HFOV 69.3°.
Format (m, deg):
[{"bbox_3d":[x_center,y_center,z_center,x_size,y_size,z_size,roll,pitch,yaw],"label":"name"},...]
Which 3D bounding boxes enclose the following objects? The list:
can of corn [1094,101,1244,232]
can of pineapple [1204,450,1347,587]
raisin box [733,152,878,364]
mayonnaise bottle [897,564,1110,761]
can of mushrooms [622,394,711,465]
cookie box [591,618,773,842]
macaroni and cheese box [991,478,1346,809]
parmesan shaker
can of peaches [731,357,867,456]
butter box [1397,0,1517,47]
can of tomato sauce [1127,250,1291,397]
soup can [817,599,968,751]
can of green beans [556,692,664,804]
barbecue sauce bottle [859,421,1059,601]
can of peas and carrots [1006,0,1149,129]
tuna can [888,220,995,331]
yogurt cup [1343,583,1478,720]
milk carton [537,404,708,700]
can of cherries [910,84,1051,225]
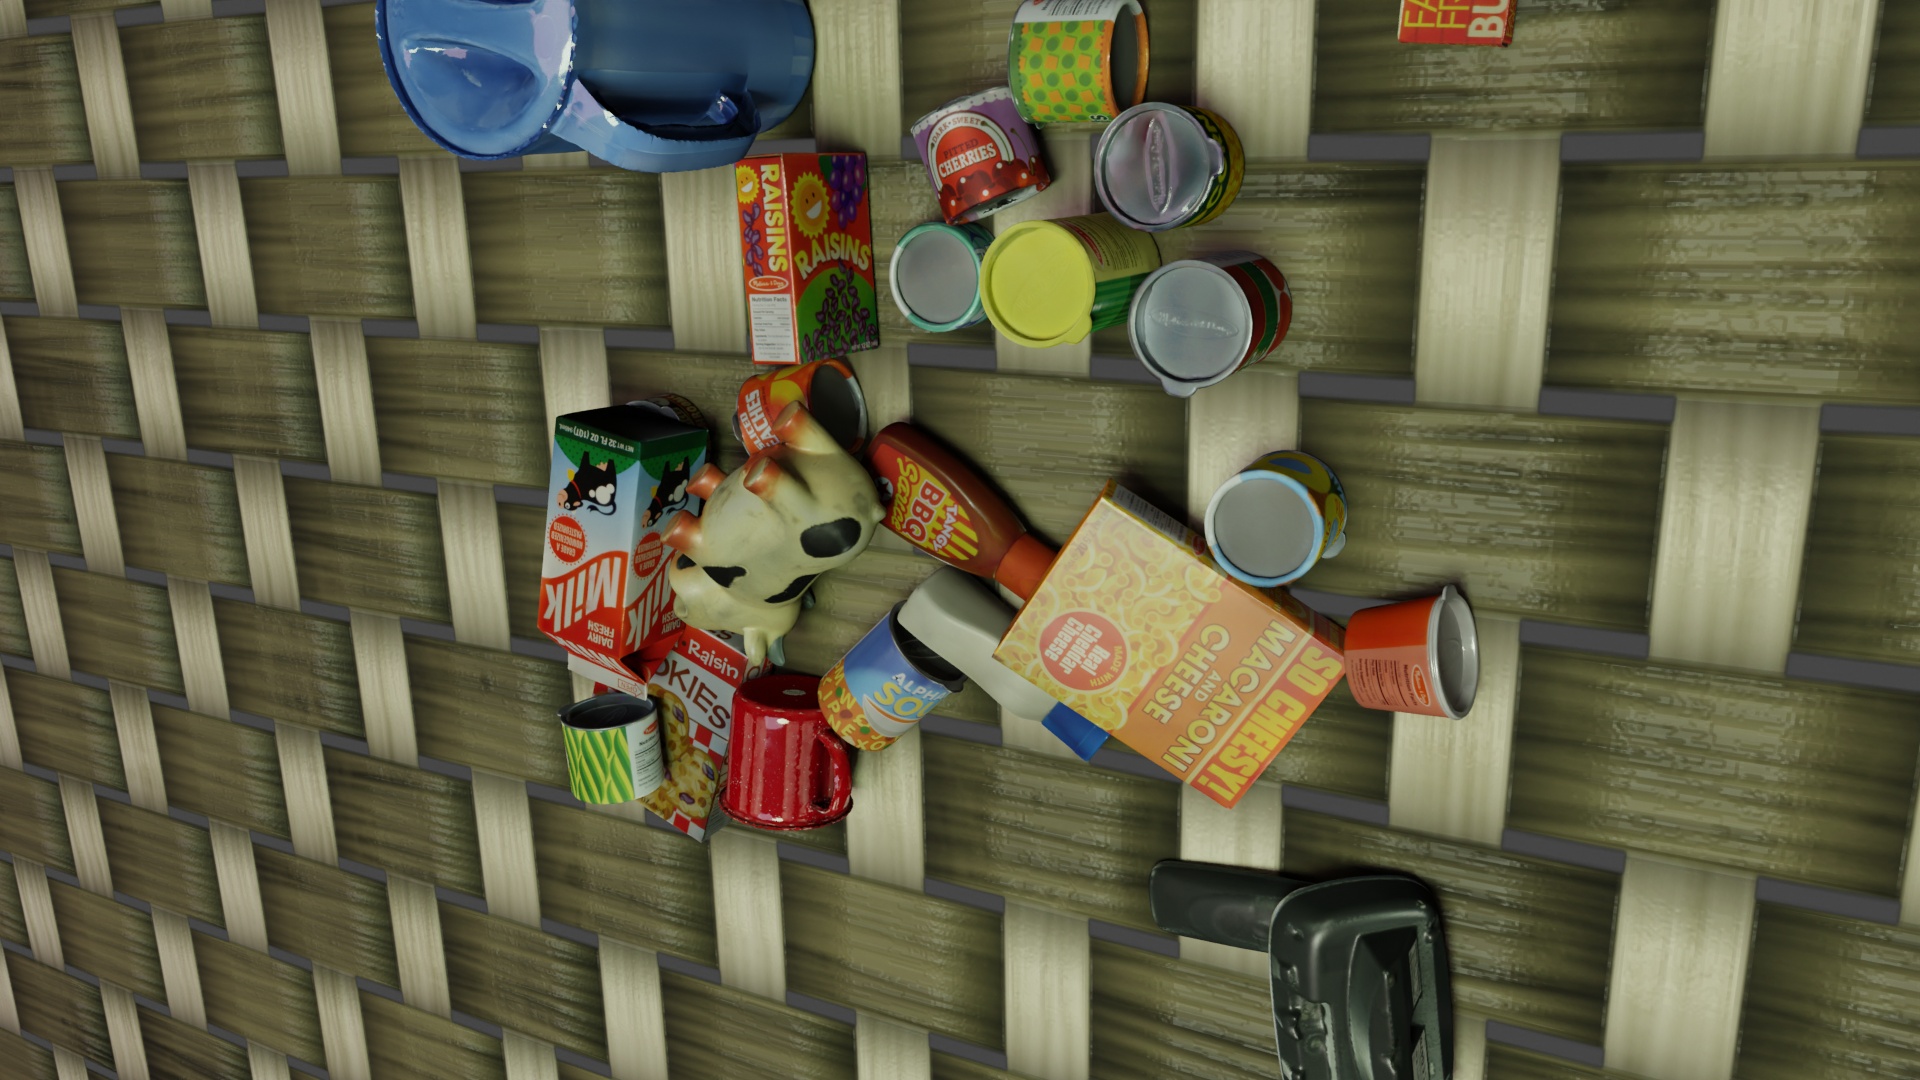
[{"bbox_3d":[0.116,-0.201,0.747,0.071,0.058,0.071,8,107,26],"label":"can of corn"},{"bbox_3d":[0.176,-0.012,0.767,0.071,0.058,0.070,8,107,26],"label":"can of pineapple"},{"bbox_3d":[-0.093,-0.174,0.850,0.040,0.086,0.123,6,106,32],"label":"raisin box"},{"bbox_3d":[0.033,0.077,0.868,0.148,0.065,0.041,40,118,9],"label":"mayonnaise bottle"},{"bbox_3d":[-0.208,-0.069,0.972,0.071,0.033,0.070,8,107,27],"label":"can of mushrooms"},{"bbox_3d":[-0.209,0.120,1.021,0.123,0.040,0.166,27,116,20],"label":"cookie box"},{"bbox_3d":[0.122,0.060,0.803,0.166,0.040,0.123,33,115,0],"label":"macaroni and cheese box"},{"bbox_3d":[0.064,-0.143,0.765,0.071,0.103,0.071,8,107,27],"label":"parmesan shaker"},{"bbox_3d":[-0.102,-0.080,0.890,0.058,0.071,0.071,-10,99,29],"label":"can of peaches"},{"bbox_3d":[0.246,-0.294,0.672,0.053,0.024,0.103,11,108,26],"label":"butter box"},{"bbox_3d":[0.136,-0.118,0.745,0.071,0.083,0.071,8,108,26],"label":"can of tomato sauce"},{"bbox_3d":[-0.043,0.091,0.906,0.071,0.071,0.083,50,121,8],"label":"soup can"},{"bbox_3d":[-0.246,0.147,0.984,0.071,0.071,0.057,5,108,27],"label":"can of green beans"},{"bbox_3d":[0.003,-0.011,0.868,0.149,0.044,0.064,35,124,15],"label":"barbecue sauce bottle"},{"bbox_3d":[0.065,-0.259,0.756,0.059,0.071,0.070,8,107,26],"label":"can of peas and carrots"},{"bbox_3d":[-0.006,-0.160,0.839,0.071,0.033,0.071,8,107,27],"label":"tuna can"},{"bbox_3d":[0.243,0.063,0.750,0.054,0.073,0.072,-6,101,38],"label":"yogurt cup"},{"bbox_3d":[-0.230,0.011,0.937,0.072,0.074,0.189,18,108,22],"label":"milk carton"},{"bbox_3d":[0.011,-0.218,0.791,0.071,0.072,0.058,-18,95,31],"label":"can of cherries"}]
